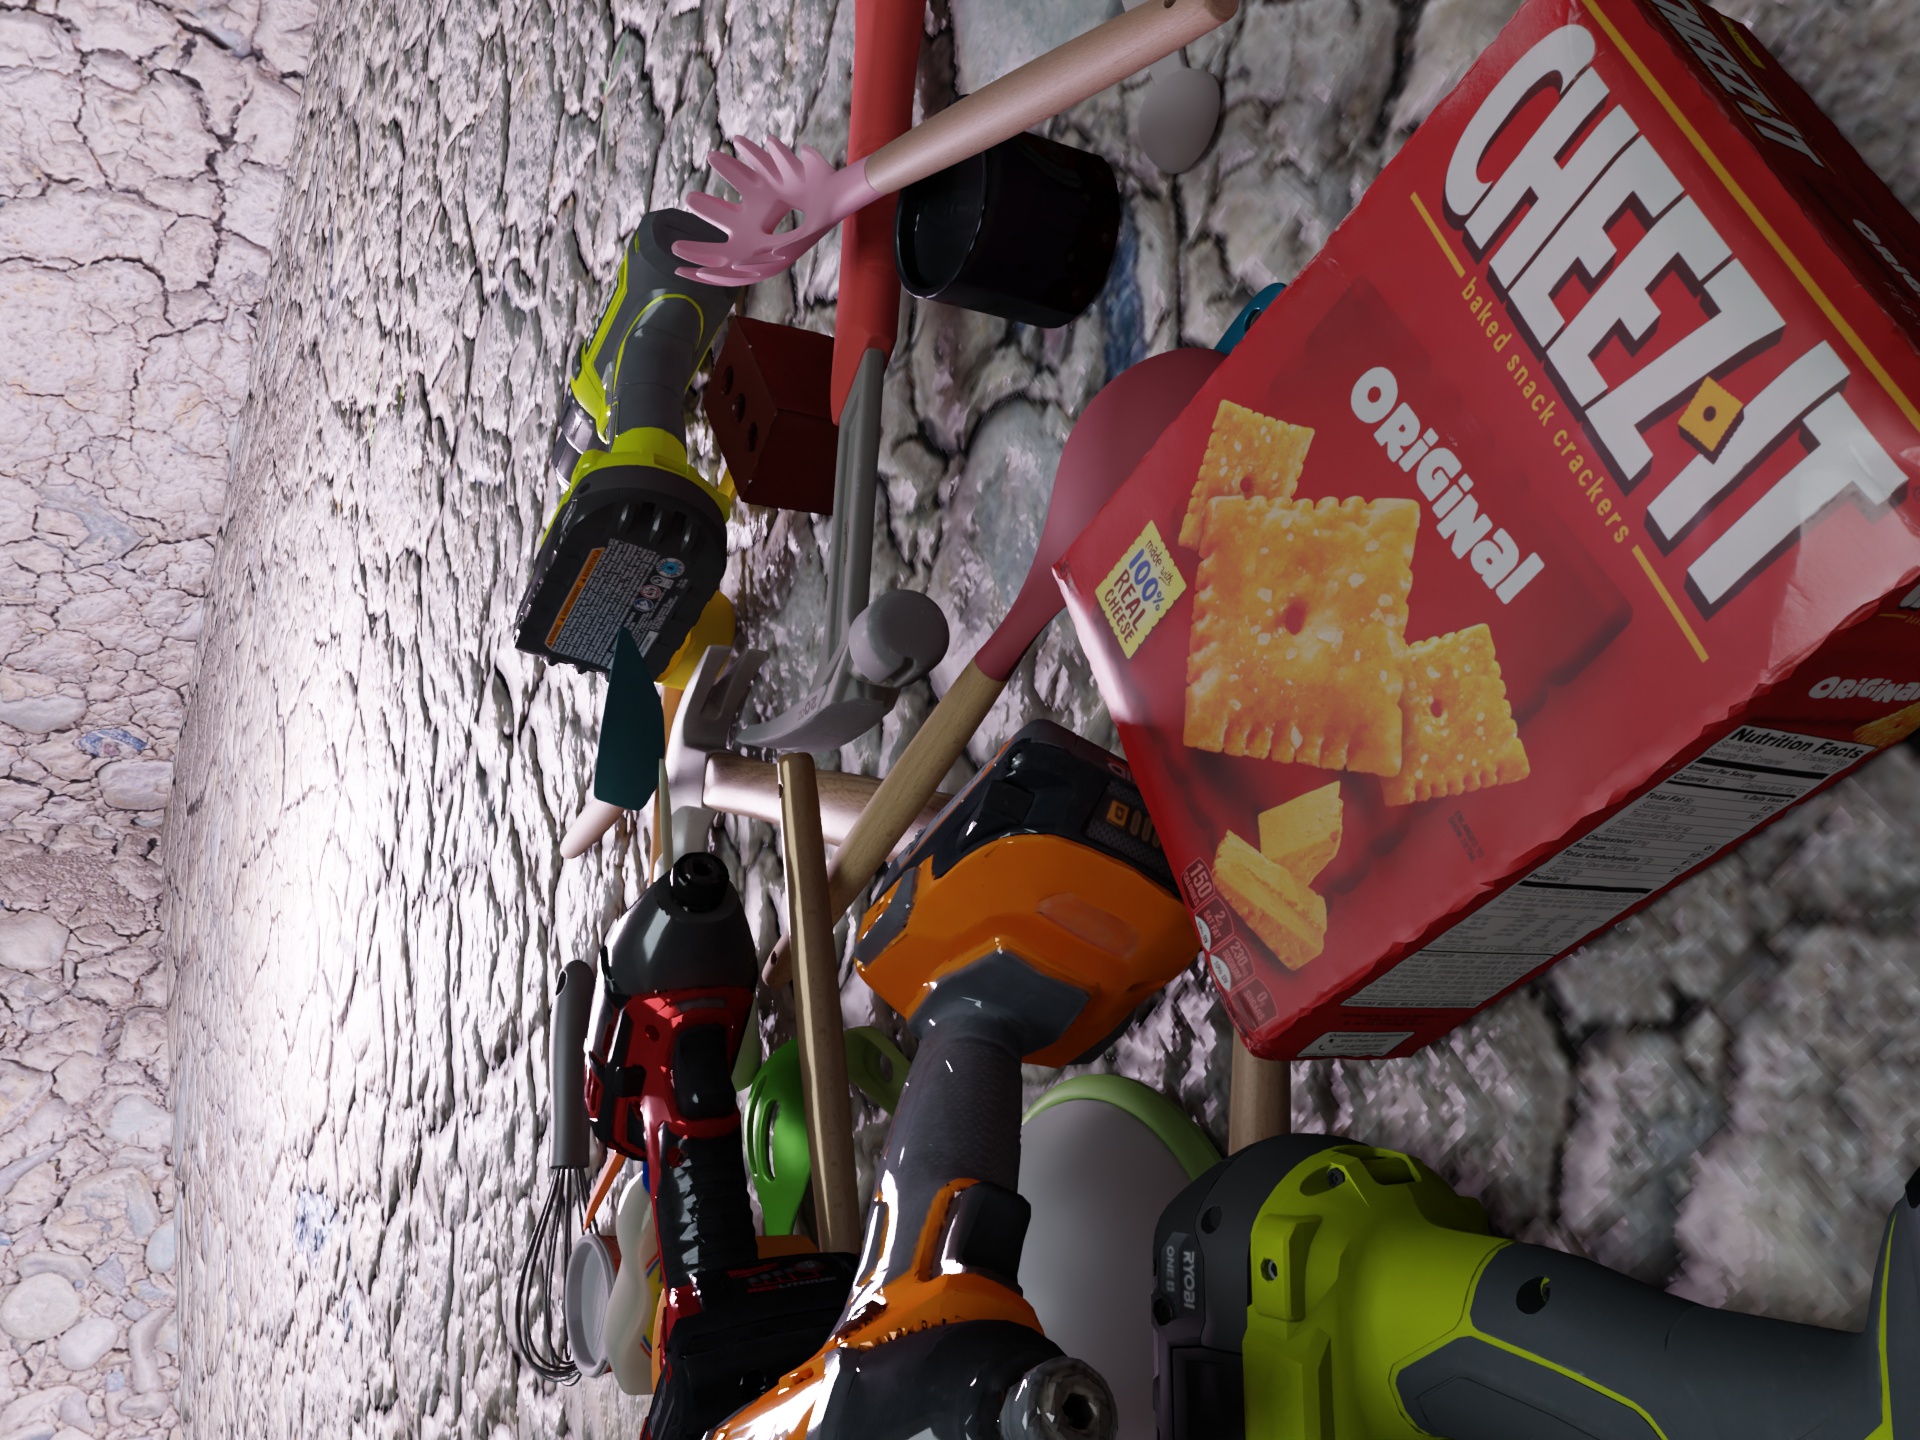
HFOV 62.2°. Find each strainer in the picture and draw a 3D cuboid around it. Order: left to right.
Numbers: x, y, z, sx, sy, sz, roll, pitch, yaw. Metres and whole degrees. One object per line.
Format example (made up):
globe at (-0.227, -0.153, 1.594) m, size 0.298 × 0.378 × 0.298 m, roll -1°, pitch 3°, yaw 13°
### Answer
strainer at (0.000, 0.173, 0.546) m, size 0.257 × 0.069 × 0.151 m, roll 32°, pitch 113°, yaw 53°

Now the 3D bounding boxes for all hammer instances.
hammer at (-0.058, 0.035, 0.695) m, size 0.331 × 0.031 × 0.130 m, roll 6°, pitch 91°, yaw 58°
hammer at (-0.041, -0.168, 0.654) m, size 0.149 × 0.036 × 0.359 m, roll 151°, pitch 125°, yaw -60°

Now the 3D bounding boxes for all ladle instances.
ladle at (-0.001, -0.002, 0.566) m, size 0.315 × 0.031 × 0.069 m, roll -55°, pitch 44°, yaw 33°

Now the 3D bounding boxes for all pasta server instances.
pasta server at (-0.020, -0.200, 0.550) m, size 0.316 × 0.040 × 0.060 m, roll 4°, pitch 78°, yaw 58°

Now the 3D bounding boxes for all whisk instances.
whisk at (-0.227, 0.258, 0.923) m, size 0.055 × 0.055 × 0.239 m, roll -31°, pitch 56°, yaw 52°

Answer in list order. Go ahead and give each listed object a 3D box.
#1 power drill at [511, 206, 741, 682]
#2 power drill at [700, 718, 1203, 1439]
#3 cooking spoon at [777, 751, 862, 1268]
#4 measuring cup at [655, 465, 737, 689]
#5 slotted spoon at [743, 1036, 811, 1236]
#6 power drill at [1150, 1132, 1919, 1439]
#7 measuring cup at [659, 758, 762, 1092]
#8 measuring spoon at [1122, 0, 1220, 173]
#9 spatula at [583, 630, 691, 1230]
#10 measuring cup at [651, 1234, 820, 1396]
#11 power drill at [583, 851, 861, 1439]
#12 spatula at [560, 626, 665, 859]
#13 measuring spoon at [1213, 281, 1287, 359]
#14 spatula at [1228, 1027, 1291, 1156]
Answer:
power drill at (-0.179, -0.134, 0.844) m, size 0.190 × 0.080 × 0.229 m, roll -49°, pitch 34°, yaw 41°
power drill at (0.008, 0.113, 0.415) m, size 0.164 × 0.084 × 0.227 m, roll -48°, pitch 18°, yaw 49°
cooking spoon at (-0.047, 0.169, 0.584) m, size 0.069 × 0.017 × 0.319 m, roll 154°, pitch 112°, yaw -65°
measuring cup at (-0.120, -0.088, 0.826) m, size 0.062 × 0.029 × 0.156 m, roll 29°, pitch 98°, yaw 59°
slotted spoon at (-0.080, 0.296, 0.698) m, size 0.070 × 0.031 × 0.314 m, roll -7°, pitch 81°, yaw 63°
power drill at (0.142, 0.168, 0.318) m, size 0.223 × 0.080 × 0.171 m, roll -14°, pitch 73°, yaw 53°
measuring cup at (-0.114, 0.095, 0.727) m, size 0.083 × 0.038 × 0.167 m, roll -115°, pitch 22°, yaw -69°
measuring spoon at (0.063, -0.243, 0.554) m, size 0.034 × 0.018 × 0.124 m, roll -42°, pitch 51°, yaw 48°
spatula at (-0.168, 0.103, 0.850) m, size 0.081 × 0.041 × 0.323 m, roll 146°, pitch 127°, yaw -78°
measuring cup at (-0.109, 0.278, 0.659) m, size 0.173 × 0.052 × 0.095 m, roll -55°, pitch 36°, yaw 37°
power drill at (-0.087, 0.159, 0.564) m, size 0.220 × 0.078 × 0.143 m, roll -116°, pitch 35°, yaw -45°
spatula at (-0.198, 0.038, 0.861) m, size 0.317 × 0.044 × 0.082 m, roll 145°, pitch 134°, yaw -63°
measuring spoon at (0.065, -0.094, 0.524) m, size 0.128 × 0.021 × 0.042 m, roll -54°, pitch 43°, yaw 41°
spatula at (0.081, 0.211, 0.430) m, size 0.018 × 0.060 × 0.316 m, roll 34°, pitch -123°, yaw -81°
